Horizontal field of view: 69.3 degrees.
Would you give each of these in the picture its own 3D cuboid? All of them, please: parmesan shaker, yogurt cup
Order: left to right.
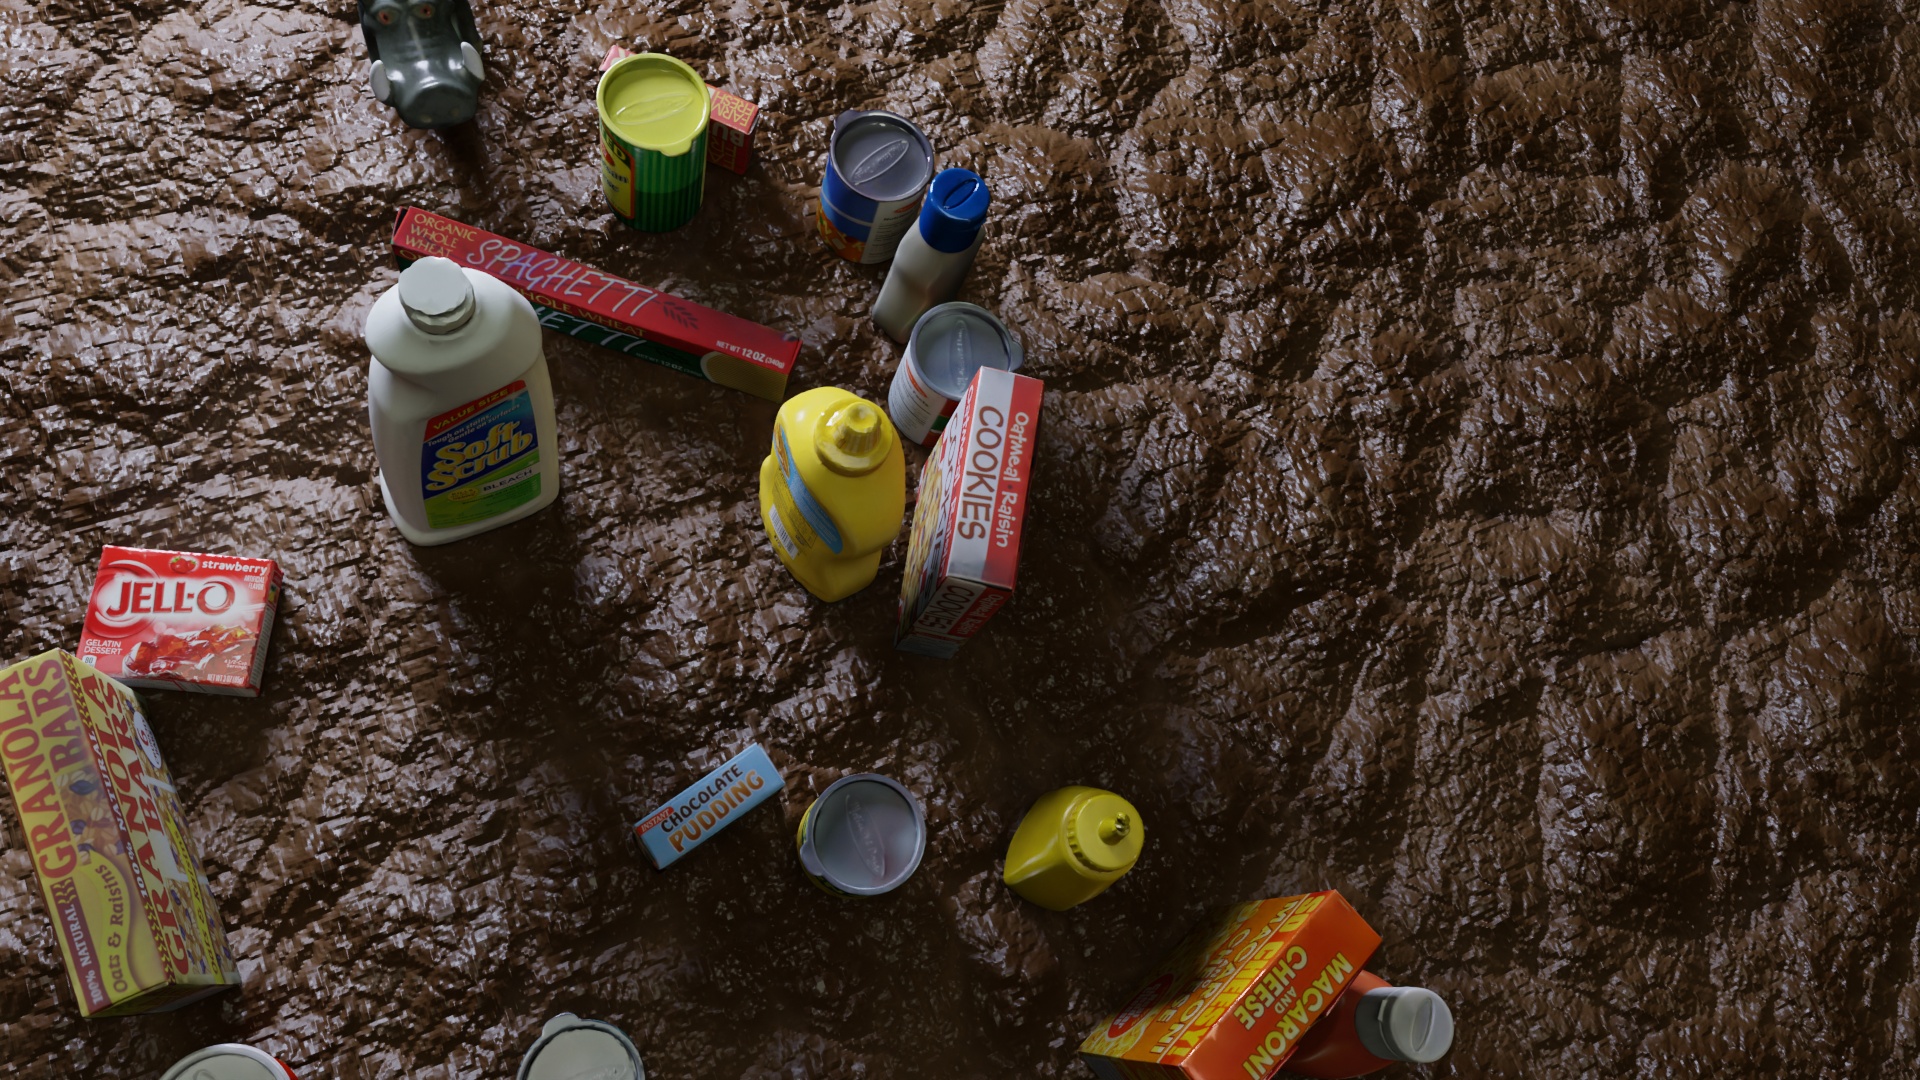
[{"bbox_3d":[-0.358,0.283,0.683,0.072,0.053,0.072,4,72,-12],"label":"yogurt cup"},{"bbox_3d":[-0.191,-0.243,0.868,0.071,0.102,0.071,4,72,-12],"label":"parmesan shaker"}]

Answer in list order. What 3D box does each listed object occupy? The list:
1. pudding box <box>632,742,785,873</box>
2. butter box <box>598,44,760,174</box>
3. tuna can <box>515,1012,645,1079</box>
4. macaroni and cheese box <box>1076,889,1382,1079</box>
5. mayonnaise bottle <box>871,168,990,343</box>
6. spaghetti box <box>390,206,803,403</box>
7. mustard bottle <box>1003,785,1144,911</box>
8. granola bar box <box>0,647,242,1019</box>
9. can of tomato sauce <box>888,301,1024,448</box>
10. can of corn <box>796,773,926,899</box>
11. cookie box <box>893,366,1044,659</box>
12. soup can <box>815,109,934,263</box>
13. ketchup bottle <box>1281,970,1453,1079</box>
[{"bbox_3d":[-0.141,0.150,0.780,0.084,0.049,0.030,-33,82,-20],"label":"pudding box"},{"bbox_3d":[-0.184,-0.281,0.909,0.103,0.053,0.024,22,69,-6],"label":"butter box"},{"bbox_3d":[-0.200,0.284,0.731,0.071,0.032,0.071,4,72,-12],"label":"tuna can"},{"bbox_3d":[0.141,0.249,0.751,0.124,0.166,0.040,-40,85,-21],"label":"macaroni and cheese box"},{"bbox_3d":[-0.016,-0.177,0.863,0.041,0.147,0.065,44,69,3],"label":"mayonnaise bottle"},{"bbox_3d":[-0.223,-0.143,0.856,0.250,0.050,0.029,18,70,-7],"label":"spaghetti box"},{"bbox_3d":[0.066,0.167,0.763,0.049,0.159,0.065,27,69,-4],"label":"mustard bottle"},{"bbox_3d":[-0.412,0.147,0.677,0.039,0.123,0.166,-22,79,-18],"label":"granola bar box"},{"bbox_3d":[-0.005,-0.102,0.876,0.071,0.082,0.071,4,72,-12],"label":"can of tomato sauce"},{"bbox_3d":[-0.060,0.170,0.788,0.071,0.058,0.071,4,72,-12],"label":"can of corn"},{"bbox_3d":[0.003,-0.010,0.803,0.040,0.167,0.123,12,70,-9],"label":"cookie box"},{"bbox_3d":[-0.059,-0.231,0.905,0.071,0.083,0.071,4,72,-12],"label":"soup can"},{"bbox_3d":[0.217,0.267,0.772,0.043,0.148,0.065,25,69,-4],"label":"ketchup bottle"}]
